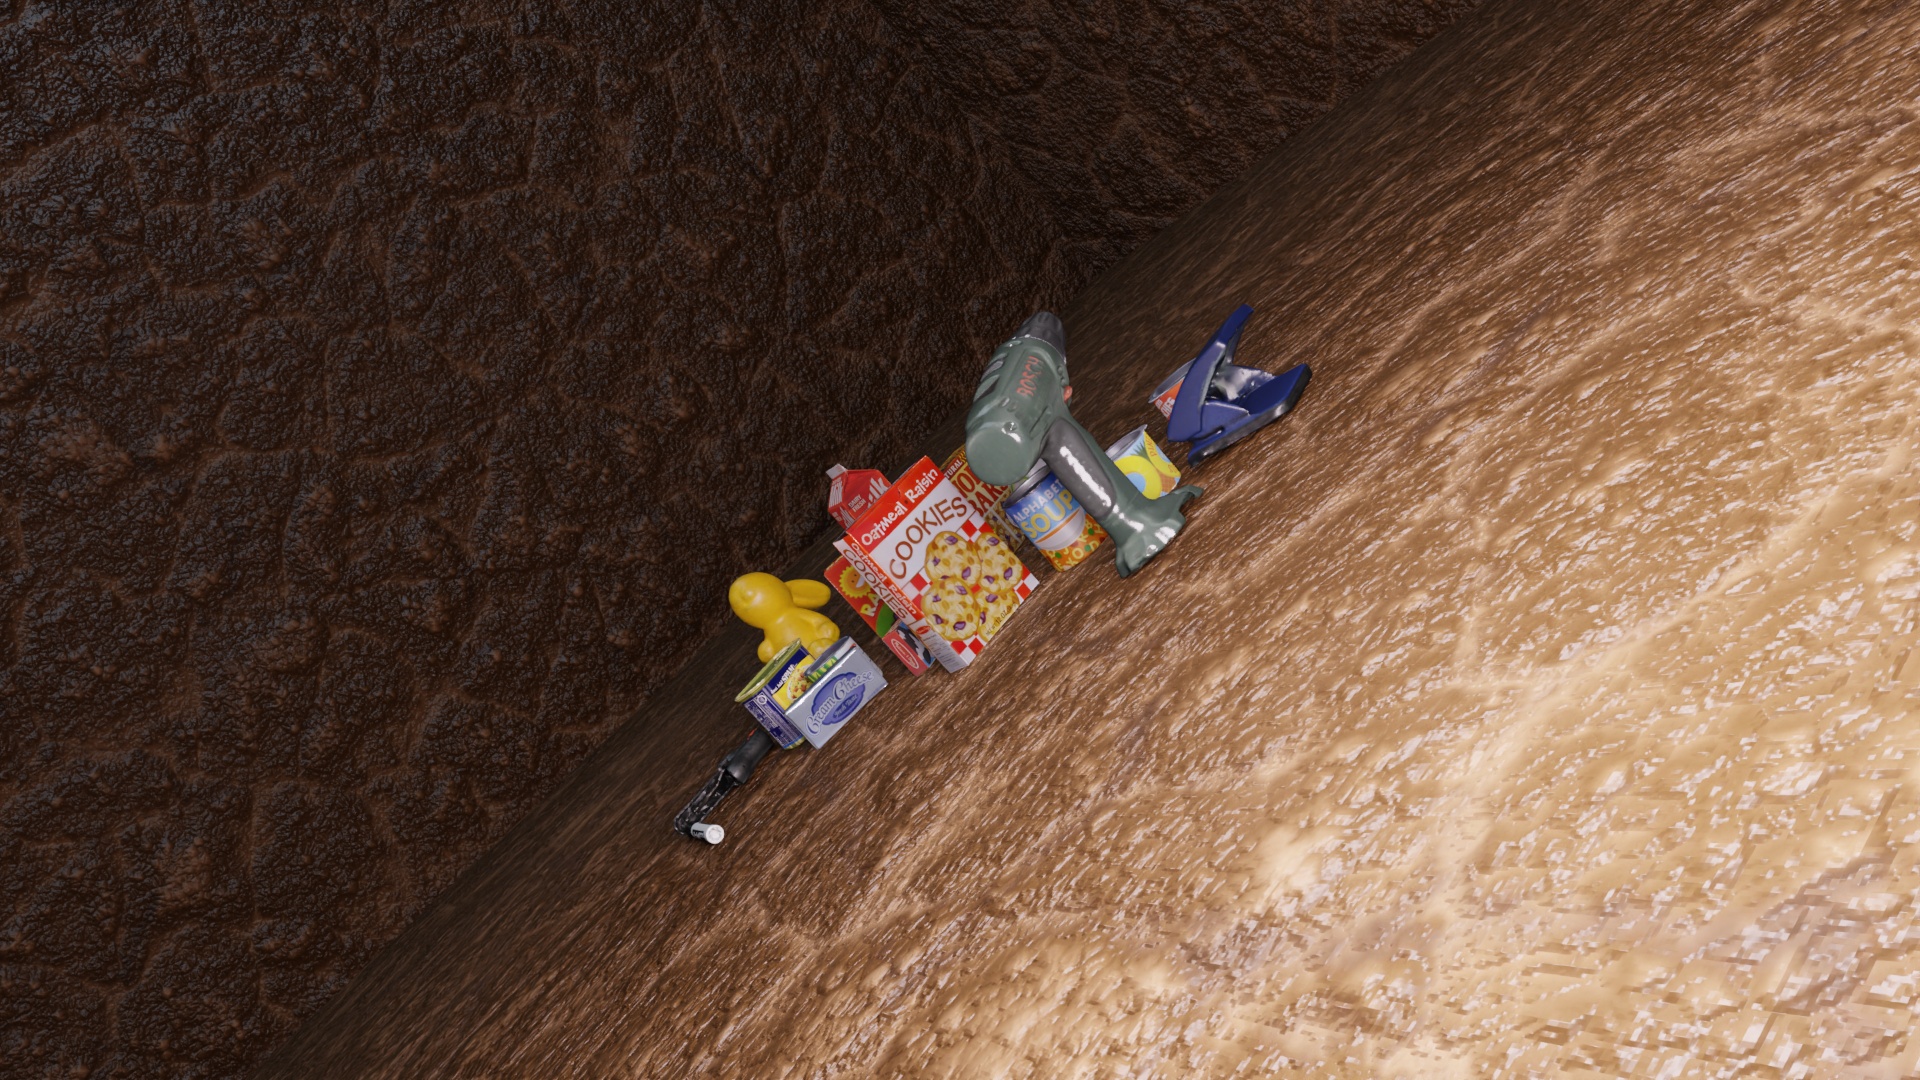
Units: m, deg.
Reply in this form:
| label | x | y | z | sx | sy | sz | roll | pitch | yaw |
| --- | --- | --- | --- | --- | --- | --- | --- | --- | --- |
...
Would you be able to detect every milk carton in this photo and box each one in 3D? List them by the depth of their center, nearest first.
| label | x | y | z | sx | sy | sz | roll | pitch | yaw |
| --- | --- | --- | --- | --- | --- | --- | --- | --- | --- |
| milk carton | -0.110 | -0.028 | 1.885 | 0.074 | 0.190 | 0.072 | -44 | 8 | -20 |

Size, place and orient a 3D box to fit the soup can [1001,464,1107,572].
| label | x | y | z | sx | sy | sz | roll | pitch | yaw |
| --- | --- | --- | --- | --- | --- | --- | --- | --- | --- |
| soup can | 0.090 | -0.021 | 1.308 | 0.071 | 0.083 | 0.071 | -40 | 8 | 7 |

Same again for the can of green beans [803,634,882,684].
| label | x | y | z | sx | sy | sz | roll | pitch | yaw |
| --- | --- | --- | --- | --- | --- | --- | --- | --- | --- |
| can of green beans | -0.128 | 0.147 | 1.525 | 0.071 | 0.058 | 0.071 | -40 | 8 | 7 |

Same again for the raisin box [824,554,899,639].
| label | x | y | z | sx | sy | sz | roll | pitch | yaw |
| --- | --- | --- | --- | --- | --- | --- | --- | --- | --- |
| raisin box | -0.084 | 0.054 | 1.576 | 0.086 | 0.123 | 0.040 | -41 | 8 | 1 |

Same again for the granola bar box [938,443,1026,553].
| label | x | y | z | sx | sy | sz | roll | pitch | yaw |
| --- | --- | --- | --- | --- | --- | --- | --- | --- | --- |
| granola bar box | 0.006 | -0.019 | 1.545 | 0.039 | 0.124 | 0.166 | -34 | 11 | 44 |

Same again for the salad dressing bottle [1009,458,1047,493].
| label | x | y | z | sx | sy | sz | roll | pitch | yaw |
| --- | --- | --- | --- | --- | --- | --- | --- | --- | --- |
| salad dressing bottle | 0.068 | -0.072 | 1.450 | 0.064 | 0.147 | 0.044 | -33 | 11 | 45 |

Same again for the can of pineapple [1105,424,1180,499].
| label | x | y | z | sx | sy | sz | roll | pitch | yaw |
| --- | --- | --- | --- | --- | --- | --- | --- | --- | --- |
| can of pineapple | 0.163 | -0.063 | 1.286 | 0.071 | 0.058 | 0.071 | -40 | 8 | 7 |

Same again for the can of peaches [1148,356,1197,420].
| label | x | y | z | sx | sy | sz | roll | pitch | yaw |
| --- | --- | --- | --- | --- | --- | --- | --- | --- | --- |
| can of peaches | 0.229 | -0.138 | 1.373 | 0.071 | 0.058 | 0.071 | -40 | 8 | 7 |

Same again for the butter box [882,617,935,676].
| label | x | y | z | sx | sy | sz | roll | pitch | yaw |
| --- | --- | --- | --- | --- | --- | --- | --- | --- | --- |
| butter box | -0.036 | 0.089 | 1.422 | 0.024 | 0.053 | 0.104 | -36 | 10 | 35 |

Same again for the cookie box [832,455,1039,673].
| label | x | y | z | sx | sy | sz | roll | pitch | yaw |
| --- | --- | --- | --- | --- | --- | --- | --- | --- | --- |
| cookie box | -0.021 | 0.021 | 1.307 | 0.123 | 0.167 | 0.040 | -47 | 10 | -34 |

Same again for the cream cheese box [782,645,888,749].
| label | x | y | z | sx | sy | sz | roll | pitch | yaw |
| --- | --- | --- | --- | --- | --- | --- | --- | --- | --- |
| cream cheese box | -0.131 | 0.165 | 1.460 | 0.104 | 0.053 | 0.024 | -43 | 8 | -12 |
